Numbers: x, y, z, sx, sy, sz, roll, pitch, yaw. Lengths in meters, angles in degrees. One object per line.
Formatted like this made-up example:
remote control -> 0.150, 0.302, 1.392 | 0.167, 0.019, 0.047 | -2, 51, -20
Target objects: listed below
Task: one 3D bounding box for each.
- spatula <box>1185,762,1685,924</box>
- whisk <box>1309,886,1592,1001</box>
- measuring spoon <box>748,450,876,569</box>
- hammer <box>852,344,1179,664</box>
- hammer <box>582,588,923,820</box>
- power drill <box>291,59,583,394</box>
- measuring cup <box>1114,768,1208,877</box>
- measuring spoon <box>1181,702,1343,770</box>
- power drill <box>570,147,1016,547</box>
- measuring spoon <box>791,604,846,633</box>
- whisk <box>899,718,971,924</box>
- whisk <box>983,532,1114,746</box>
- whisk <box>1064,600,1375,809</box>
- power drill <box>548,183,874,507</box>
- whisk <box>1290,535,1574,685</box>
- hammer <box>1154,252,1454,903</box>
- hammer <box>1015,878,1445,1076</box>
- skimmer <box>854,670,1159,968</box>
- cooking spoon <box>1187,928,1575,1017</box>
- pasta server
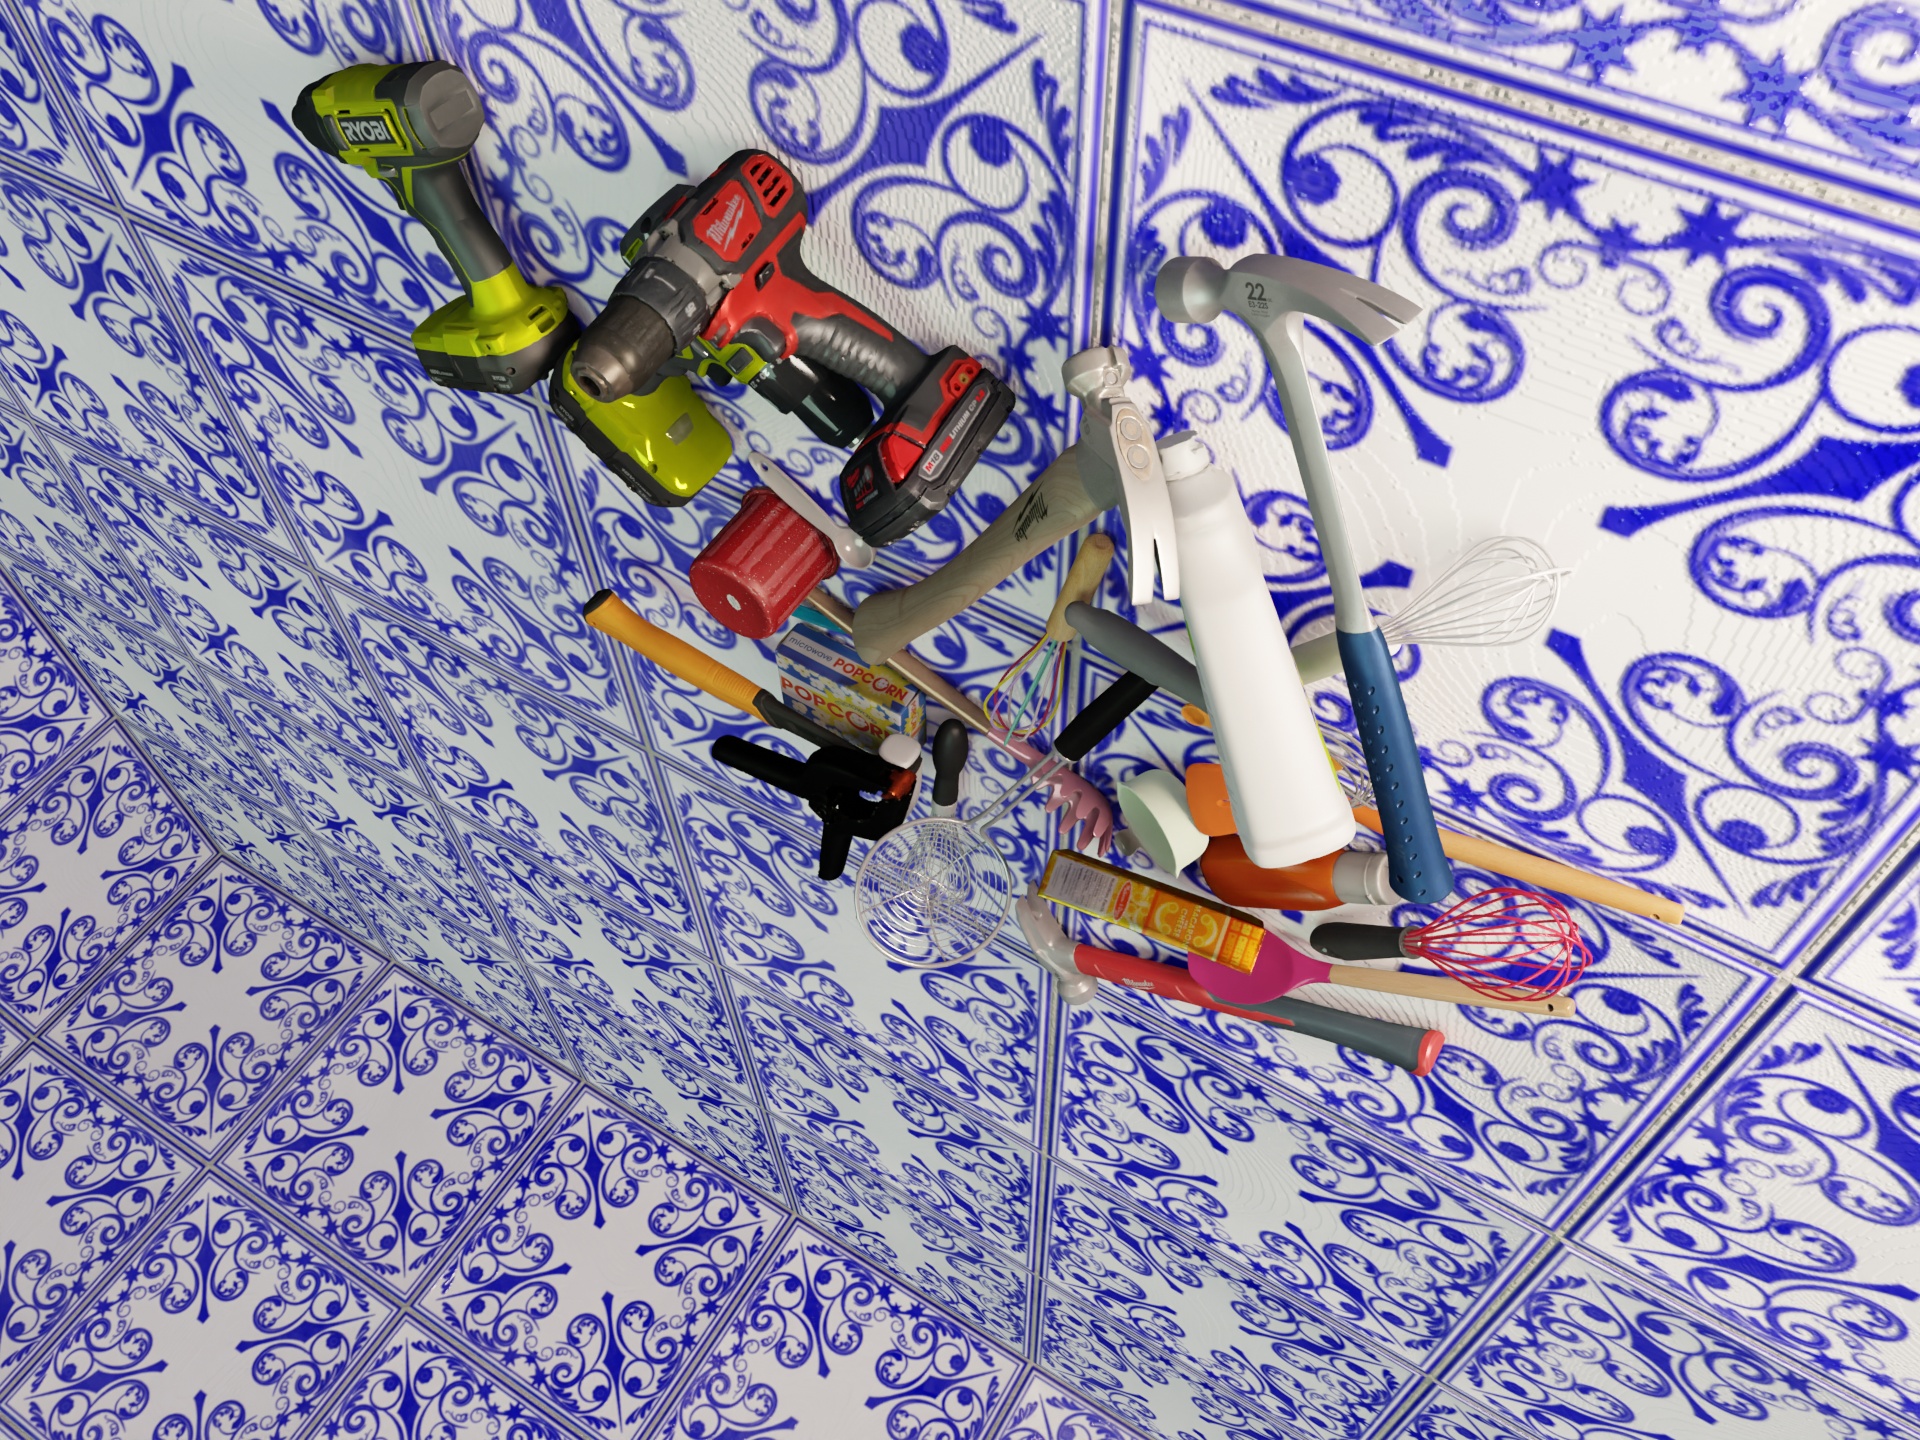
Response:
spatula -> 0.304, 0.084, 1.050 | 0.323, 0.041, 0.080 | 17, 146, 29
whisk -> 0.321, 0.153, 1.087 | 0.073, 0.073, 0.296 | 42, 163, -9
measuring spoon -> -0.108, -0.160, 1.176 | 0.124, 0.018, 0.034 | 42, 140, 5
hammer -> 0.016, -0.094, 1.051 | 0.410, 0.038, 0.146 | -29, 72, 63
hammer -> -0.180, -0.017, 1.353 | 0.337, 0.034, 0.127 | 29, 150, 14
power drill -> -0.373, -0.350, 1.126 | 0.171, 0.080, 0.223 | 13, 139, 35
measuring cup -> 0.149, 0.080, 1.220 | 0.083, 0.038, 0.167 | 58, 170, 7
measuring spoon -> 0.206, 0.010, 1.083 | 0.117, 0.011, 0.021 | 20, 148, 20
power drill -> -0.099, -0.202, 0.930 | 0.226, 0.188, 0.080 | 41, 152, -15
measuring spoon -> -0.140, -0.100, 1.294 | 0.128, 0.021, 0.042 | 21, 155, 9
whisk -> -0.017, 0.088, 1.392 | 0.070, 0.070, 0.284 | 28, 144, 16
whisk -> 0.061, -0.052, 1.117 | 0.047, 0.051, 0.244 | 38, 148, 10
whisk -> 0.170, -0.010, 1.035 | 0.239, 0.055, 0.055 | 32, 151, 2
power drill -> -0.171, -0.231, 1.076 | 0.190, 0.080, 0.228 | 46, 147, -14
whisk -> 0.250, -0.052, 0.914 | 0.246, 0.059, 0.058 | -24, 79, 62
hammer -> 0.216, -0.059, 0.863 | 0.144, 0.035, 0.405 | 22, 142, 51
hammer -> 0.218, 0.224, 1.346 | 0.386, 0.038, 0.143 | 8, 139, 41
skimmer -> 0.041, 0.073, 1.187 | 0.127, 0.090, 0.363 | 31, 138, -13
cooking spoon -> 0.309, 0.197, 1.215 | 0.319, 0.017, 0.069 | 2, 92, 42
pasta server -> -0.002, -0.004, 1.256 | 0.316, 0.040, 0.060 | 37, 162, 2
